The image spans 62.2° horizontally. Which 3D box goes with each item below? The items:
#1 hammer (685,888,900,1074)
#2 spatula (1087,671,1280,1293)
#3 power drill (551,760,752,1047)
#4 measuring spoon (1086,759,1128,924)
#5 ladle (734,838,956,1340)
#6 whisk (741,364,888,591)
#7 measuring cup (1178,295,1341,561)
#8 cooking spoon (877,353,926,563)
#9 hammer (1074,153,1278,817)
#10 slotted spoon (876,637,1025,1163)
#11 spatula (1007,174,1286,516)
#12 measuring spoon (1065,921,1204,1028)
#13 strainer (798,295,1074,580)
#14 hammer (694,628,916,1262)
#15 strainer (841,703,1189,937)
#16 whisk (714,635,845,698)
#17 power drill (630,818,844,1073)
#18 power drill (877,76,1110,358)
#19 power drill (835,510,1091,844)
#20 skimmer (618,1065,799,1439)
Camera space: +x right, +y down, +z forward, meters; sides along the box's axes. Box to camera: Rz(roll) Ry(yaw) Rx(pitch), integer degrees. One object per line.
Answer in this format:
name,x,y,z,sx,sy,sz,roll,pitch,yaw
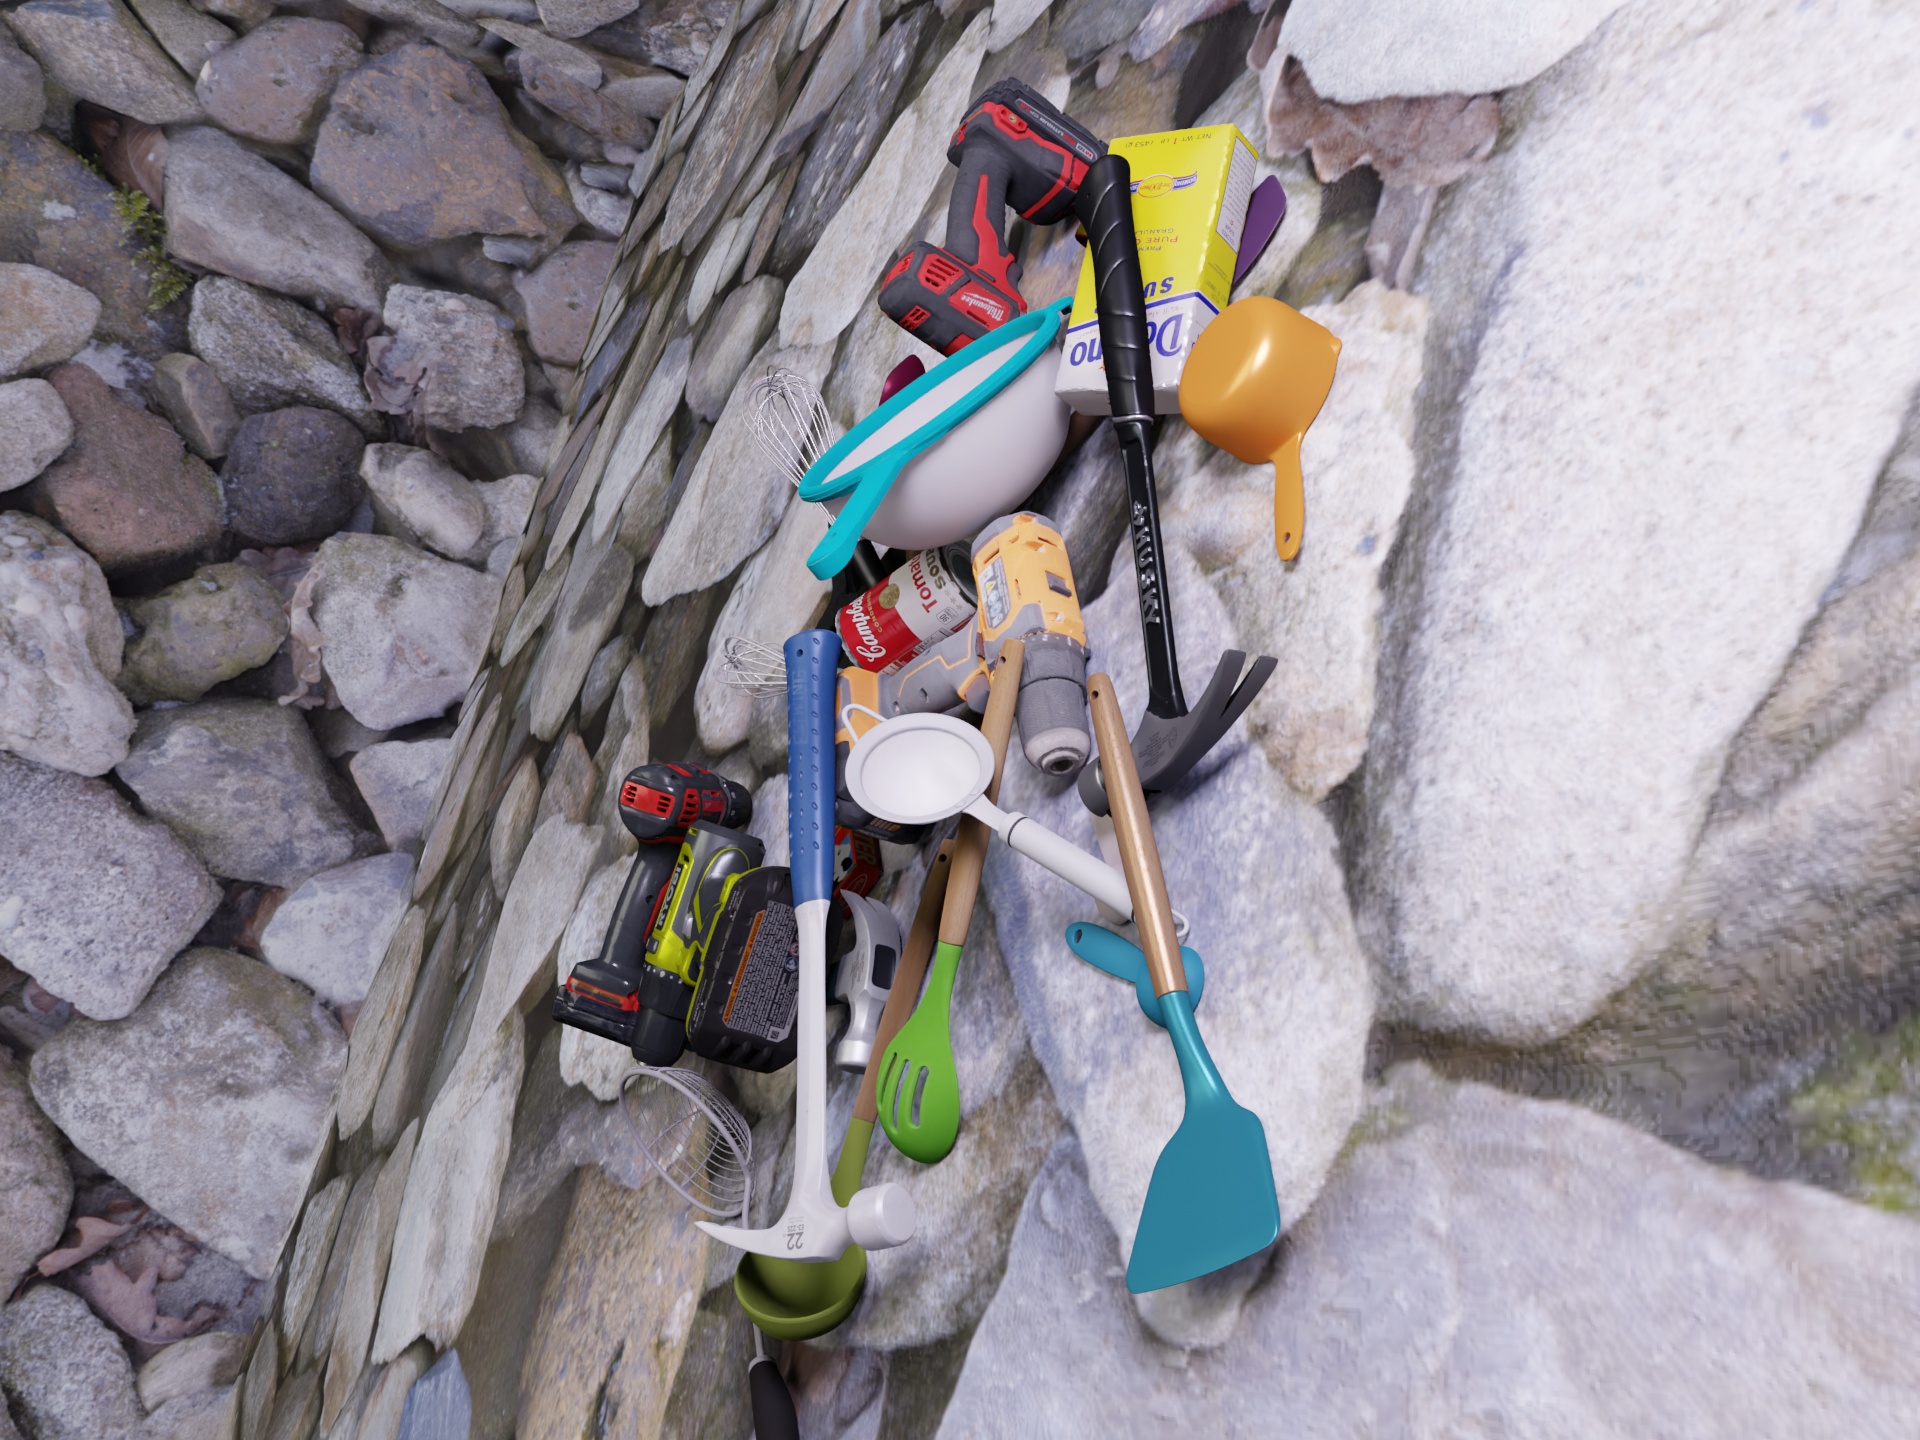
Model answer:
hammer,-0.136,0.207,1.171,0.331,0.033,0.128,-26,47,54
spatula,0.091,0.106,0.763,0.082,0.044,0.318,-34,51,33
power drill,-0.243,0.145,1.324,0.187,0.080,0.227,18,-92,-75
measuring spoon,0.078,0.063,0.892,0.034,0.018,0.124,-51,29,30
ladle,-0.057,0.219,0.985,0.078,0.062,0.320,9,70,26
whisk,-0.098,-0.168,1.267,0.070,0.070,0.285,-45,64,38
measuring cup,0.161,-0.162,0.876,0.095,0.052,0.174,-40,34,44
cooking spoon,-0.036,-0.158,1.242,0.068,0.017,0.319,-33,50,39
hammer,0.102,-0.158,0.907,0.149,0.036,0.409,-42,46,54
slotted spoon,-0.002,0.105,0.936,0.070,0.031,0.314,10,87,46
spatula,0.111,-0.234,1.075,0.315,0.018,0.060,-47,34,34
measuring spoon,0.081,0.124,0.829,0.129,0.021,0.042,18,85,63
strainer,-0.015,-0.147,1.027,0.211,0.095,0.341,-26,22,28
hammer,-0.097,0.127,0.989,0.144,0.035,0.406,-22,56,31
strainer,0.024,0.059,0.880,0.087,0.050,0.259,-37,46,-27
whisk,-0.114,-0.033,1.257,0.059,0.057,0.246,-35,31,-33
power drill,-0.174,0.176,1.147,0.228,0.080,0.190,4,74,66
power drill,0.033,-0.361,1.204,0.078,0.143,0.220,-24,42,57
power drill,-0.002,-0.003,1.036,0.226,0.084,0.186,-41,44,35
skimmer,-0.164,0.371,1.025,0.364,0.090,0.127,-113,18,-53
